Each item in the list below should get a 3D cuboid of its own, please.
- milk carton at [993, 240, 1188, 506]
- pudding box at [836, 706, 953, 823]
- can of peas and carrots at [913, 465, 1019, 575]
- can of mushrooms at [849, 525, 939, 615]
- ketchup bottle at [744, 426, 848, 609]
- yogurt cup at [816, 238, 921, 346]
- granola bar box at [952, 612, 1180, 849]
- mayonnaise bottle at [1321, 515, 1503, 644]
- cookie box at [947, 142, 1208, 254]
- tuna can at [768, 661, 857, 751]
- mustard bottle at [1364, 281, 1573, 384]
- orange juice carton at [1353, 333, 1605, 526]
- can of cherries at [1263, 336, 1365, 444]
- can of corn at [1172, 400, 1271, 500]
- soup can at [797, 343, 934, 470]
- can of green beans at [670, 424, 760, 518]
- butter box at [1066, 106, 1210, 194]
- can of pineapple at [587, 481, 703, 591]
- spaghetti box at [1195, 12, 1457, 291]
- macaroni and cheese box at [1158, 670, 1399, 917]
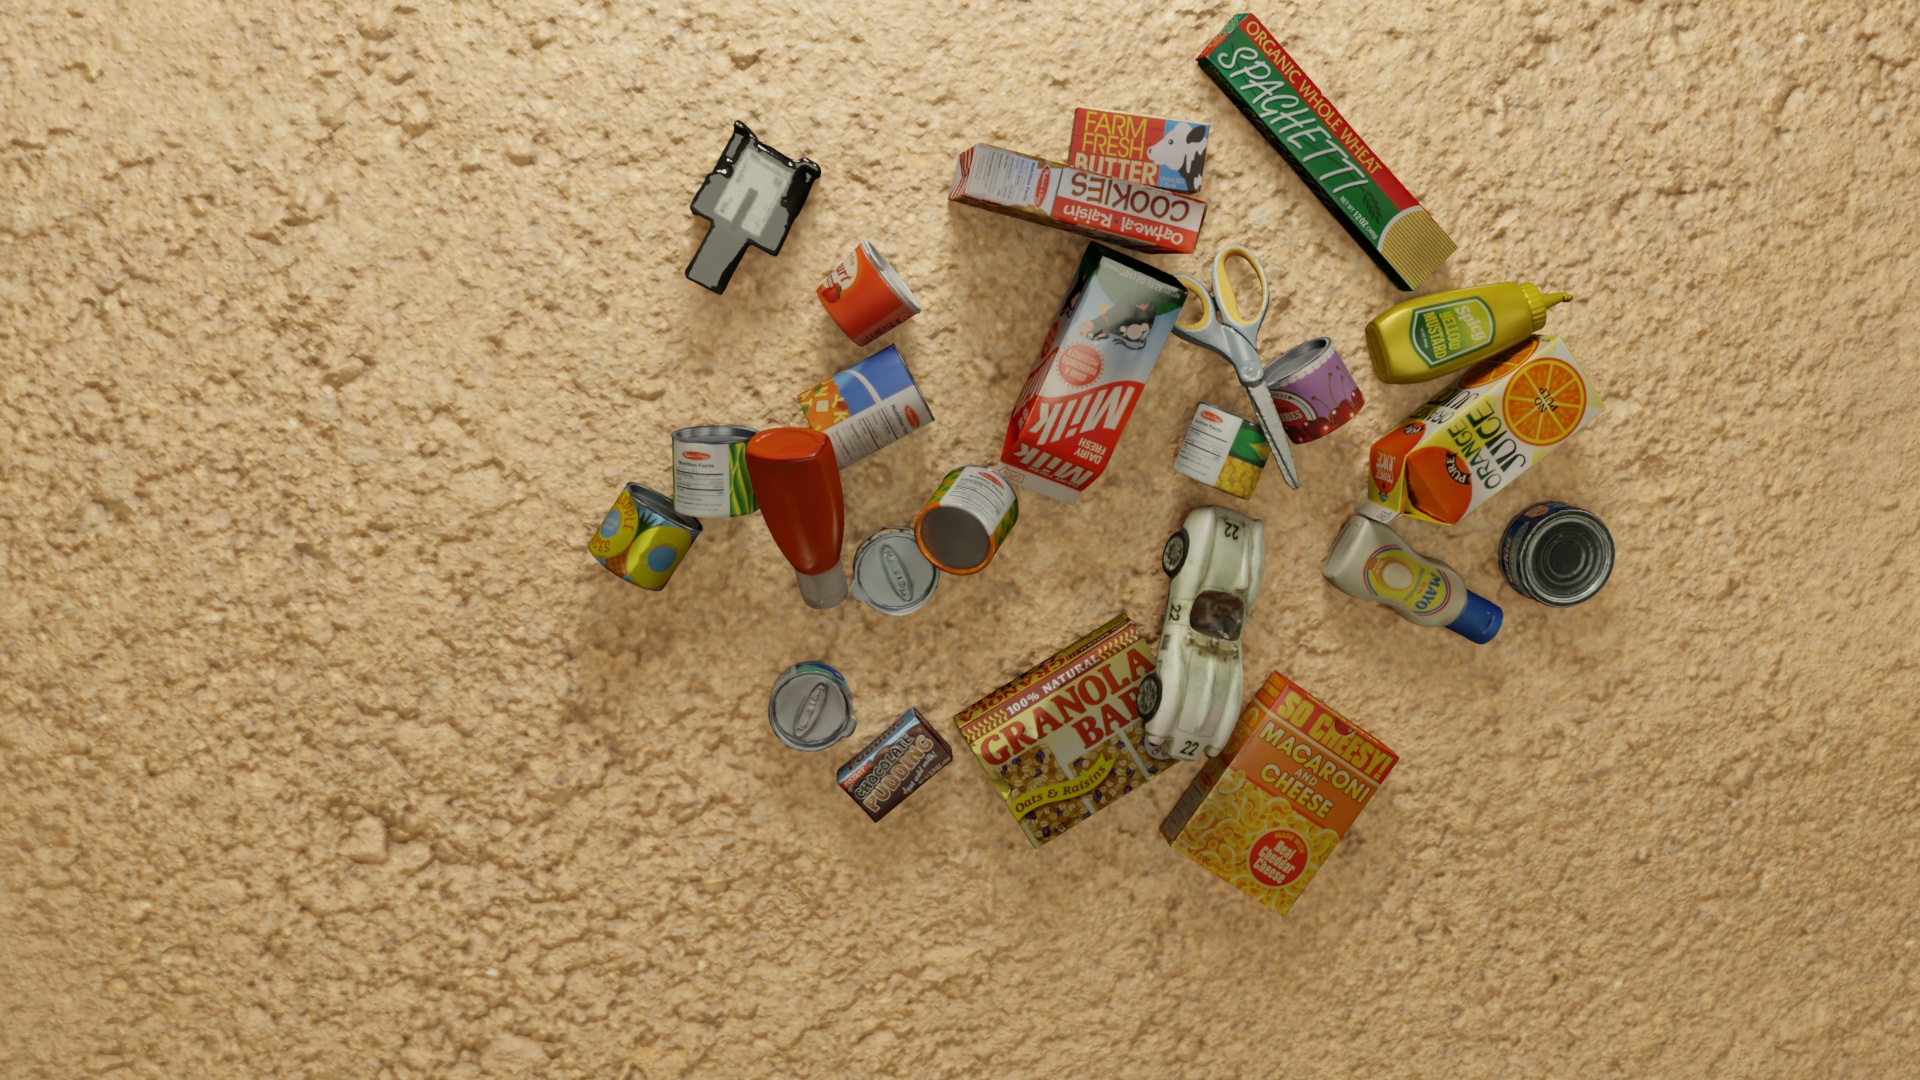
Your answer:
[{"bbox_3d":[0.094,-0.120,1.048,0.072,0.074,0.190,21,108,-9],"label":"milk carton"},{"bbox_3d":[-0.053,0.180,1.116,0.083,0.030,0.049,-40,101,2],"label":"pudding box"},{"bbox_3d":[0.004,-0.013,1.060,0.071,0.059,0.070,11,124,17],"label":"can of peas and carrots"},{"bbox_3d":[-0.053,0.024,1.086,0.071,0.033,0.071,-1,101,-7],"label":"can of mushrooms"},{"bbox_3d":[-0.115,-0.014,1.038,0.065,0.044,0.148,3,130,16],"label":"ketchup bottle"},{"bbox_3d":[-0.070,-0.181,1.031,0.054,0.072,0.072,-37,103,10],"label":"yogurt cup"},{"bbox_3d":[0.097,0.154,1.124,0.165,0.039,0.124,-32,102,0],"label":"granola bar box"},{"bbox_3d":[0.372,0.037,1.133,0.148,0.041,0.064,27,95,-10],"label":"mayonnaise bottle"},{"bbox_3d":[0.081,-0.246,1.005,0.167,0.123,0.040,13,100,-9],"label":"cookie box"},{"bbox_3d":[-0.116,0.131,1.098,0.071,0.033,0.071,-1,101,-6],"label":"tuna can"},{"bbox_3d":[0.402,-0.171,1.088,0.160,0.049,0.065,-18,92,3],"label":"mustard bottle"},{"bbox_3d":[0.399,-0.077,1.100,0.193,0.072,0.073,-38,102,1],"label":"orange juice carton"},{"bbox_3d":[0.270,-0.115,1.080,0.071,0.071,0.058,-34,104,1],"label":"can of cherries"},{"bbox_3d":[0.208,-0.069,1.083,0.071,0.071,0.058,21,98,-10],"label":"can of corn"},{"bbox_3d":[-0.072,-0.102,1.046,0.084,0.071,0.071,-28,103,0],"label":"soup can"},{"bbox_3d":[-0.182,-0.052,1.038,0.071,0.071,0.057,0,105,-6],"label":"can of green beans"},{"bbox_3d":[0.133,-0.295,1.053,0.103,0.024,0.053,5,99,-8],"label":"butter box"},{"bbox_3d":[-0.238,-0.003,1.041,0.071,0.071,0.058,33,96,-11],"label":"can of pineapple"},{"bbox_3d":[0.282,-0.296,1.068,0.250,0.029,0.050,44,92,-12],"label":"spaghetti box"},{"bbox_3d":[0.265,0.211,1.154,0.123,0.040,0.166,33,95,-12],"label":"macaroni and cheese box"}]
